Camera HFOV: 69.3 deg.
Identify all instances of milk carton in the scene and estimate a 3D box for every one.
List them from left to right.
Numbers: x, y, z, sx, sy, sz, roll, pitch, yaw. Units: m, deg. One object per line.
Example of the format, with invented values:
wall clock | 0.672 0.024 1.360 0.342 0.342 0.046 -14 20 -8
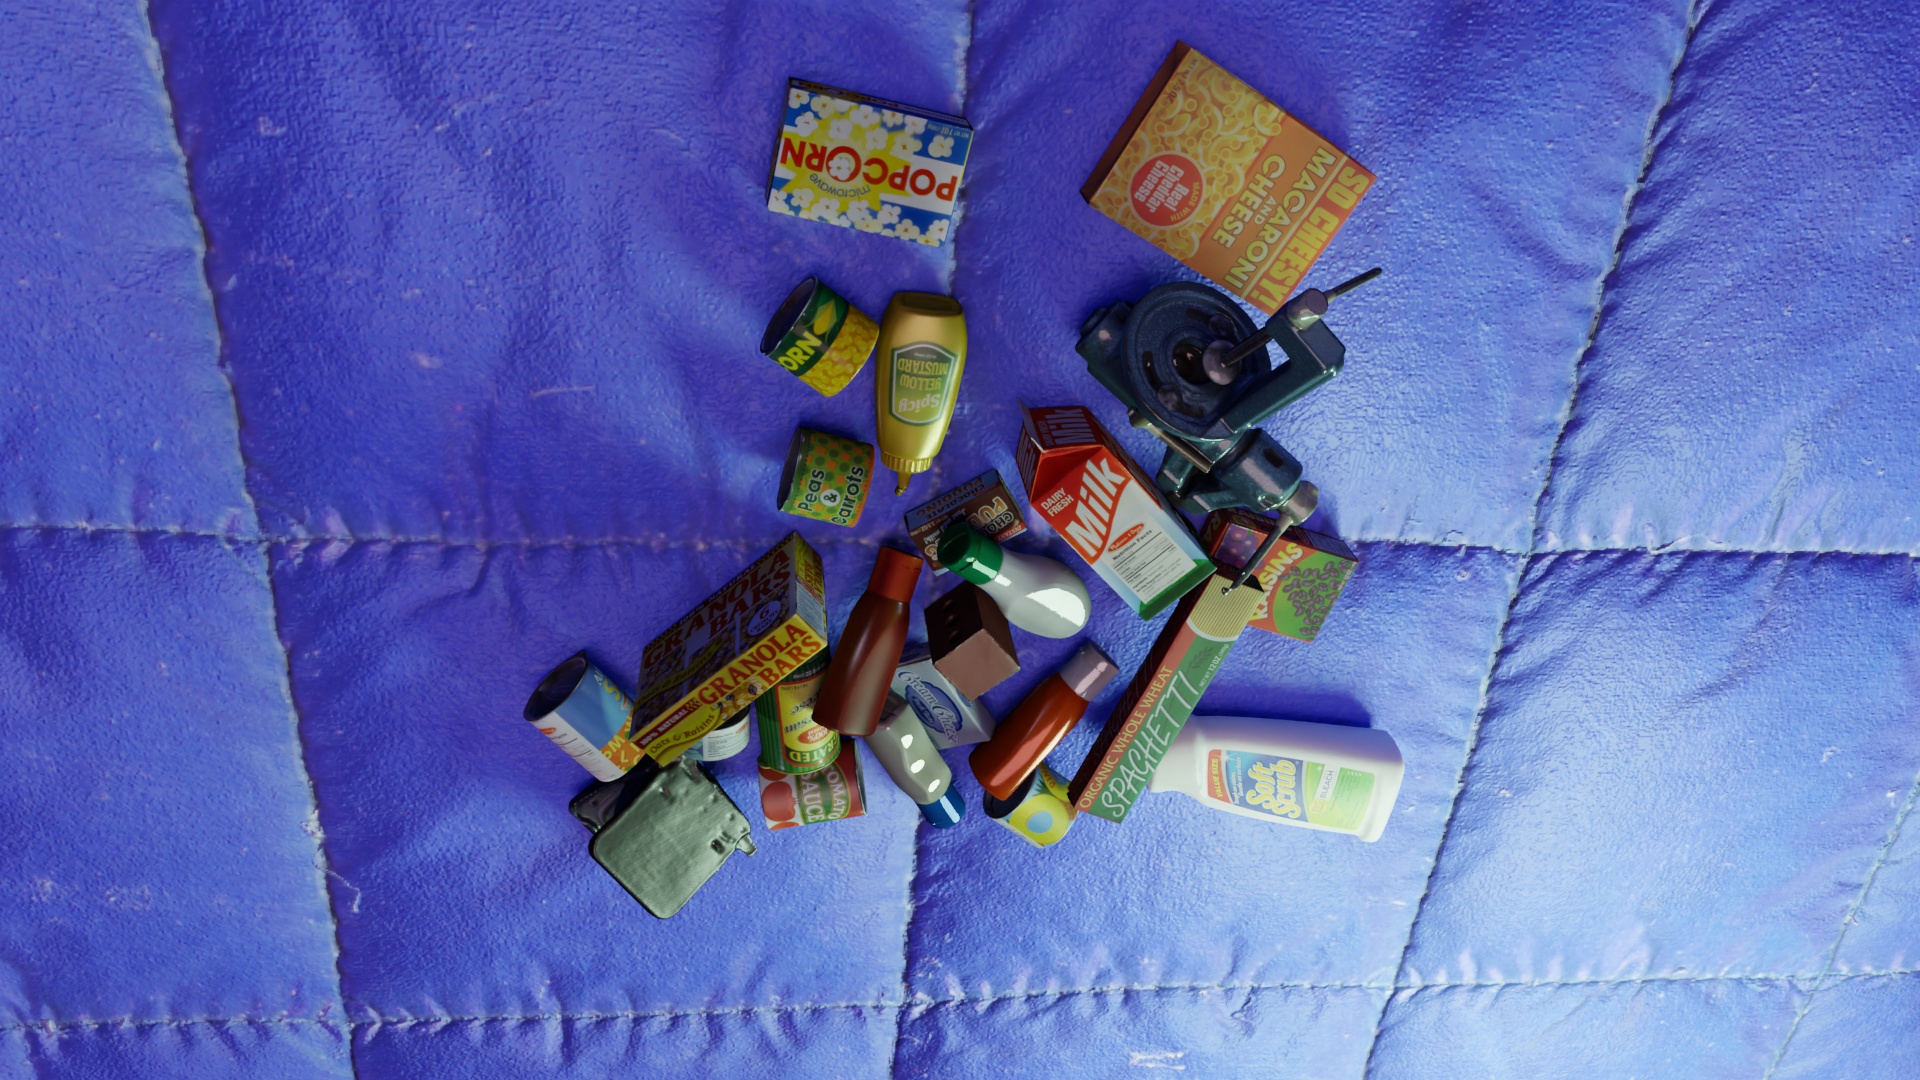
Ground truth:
milk carton | 0.108 -0.032 1.071 0.073 0.072 0.190 -39 118 14

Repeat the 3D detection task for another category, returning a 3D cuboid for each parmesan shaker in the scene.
parmesan shaker | -0.137 0.130 1.130 0.071 0.071 0.102 -5 120 -4

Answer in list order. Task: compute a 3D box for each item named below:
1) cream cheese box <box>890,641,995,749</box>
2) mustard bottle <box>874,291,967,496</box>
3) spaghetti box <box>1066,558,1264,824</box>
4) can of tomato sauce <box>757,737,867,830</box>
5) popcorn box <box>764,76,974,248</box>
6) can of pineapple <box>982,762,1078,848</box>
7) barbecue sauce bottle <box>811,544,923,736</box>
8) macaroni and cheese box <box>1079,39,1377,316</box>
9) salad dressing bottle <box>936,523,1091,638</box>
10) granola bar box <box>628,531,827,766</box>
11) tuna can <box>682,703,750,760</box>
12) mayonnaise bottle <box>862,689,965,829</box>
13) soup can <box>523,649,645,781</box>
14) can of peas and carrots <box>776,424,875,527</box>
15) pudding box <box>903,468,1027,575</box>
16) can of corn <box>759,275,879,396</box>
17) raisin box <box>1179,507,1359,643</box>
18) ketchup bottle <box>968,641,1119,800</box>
cream cheese box | -0.019 0.131 1.162 0.053 0.024 0.103 -17 123 29
mustard bottle | -0.034 -0.101 1.026 0.065 0.049 0.159 4 118 -8
spaghetti box | 0.165 0.128 1.142 0.050 0.029 0.249 21 113 -16
can of tomato sauce | -0.125 0.207 1.173 0.083 0.071 0.071 -9 120 -2
popcorn box | -0.063 -0.256 0.943 0.127 0.038 0.084 10 118 -13
can of pineapple | 0.063 0.225 1.211 0.058 0.071 0.071 37 108 -24
barbecue sauce bottle | -0.069 0.079 1.096 0.044 0.065 0.148 20 91 28
macaroni and cheese box | 0.188 -0.252 0.977 0.166 0.040 0.123 27 113 -20
salad dressing bottle | 0.043 0.031 1.089 0.064 0.044 0.147 -36 136 24
granola bar box | -0.176 0.082 1.066 0.165 0.125 0.039 -37 117 13
tuna can | -0.206 0.146 1.134 0.071 0.071 0.032 0 120 -7
mayonnaise bottle | -0.041 0.187 1.180 0.041 0.065 0.147 -48 129 -24
soup can | -0.295 0.142 1.119 0.071 0.071 0.083 -35 118 12
can of peas and carrots | -0.100 -0.046 1.036 0.059 0.071 0.070 14 116 -15
pudding box | 0.004 -0.014 1.091 0.083 0.030 0.049 -27 120 8
can of corn | -0.100 -0.142 0.983 0.058 0.071 0.071 34 110 -24
raisin box | 0.250 0.028 1.141 0.123 0.040 0.085 17 116 -15
ketchup bottle | 0.071 0.149 1.174 0.043 0.065 0.148 40 99 -17
